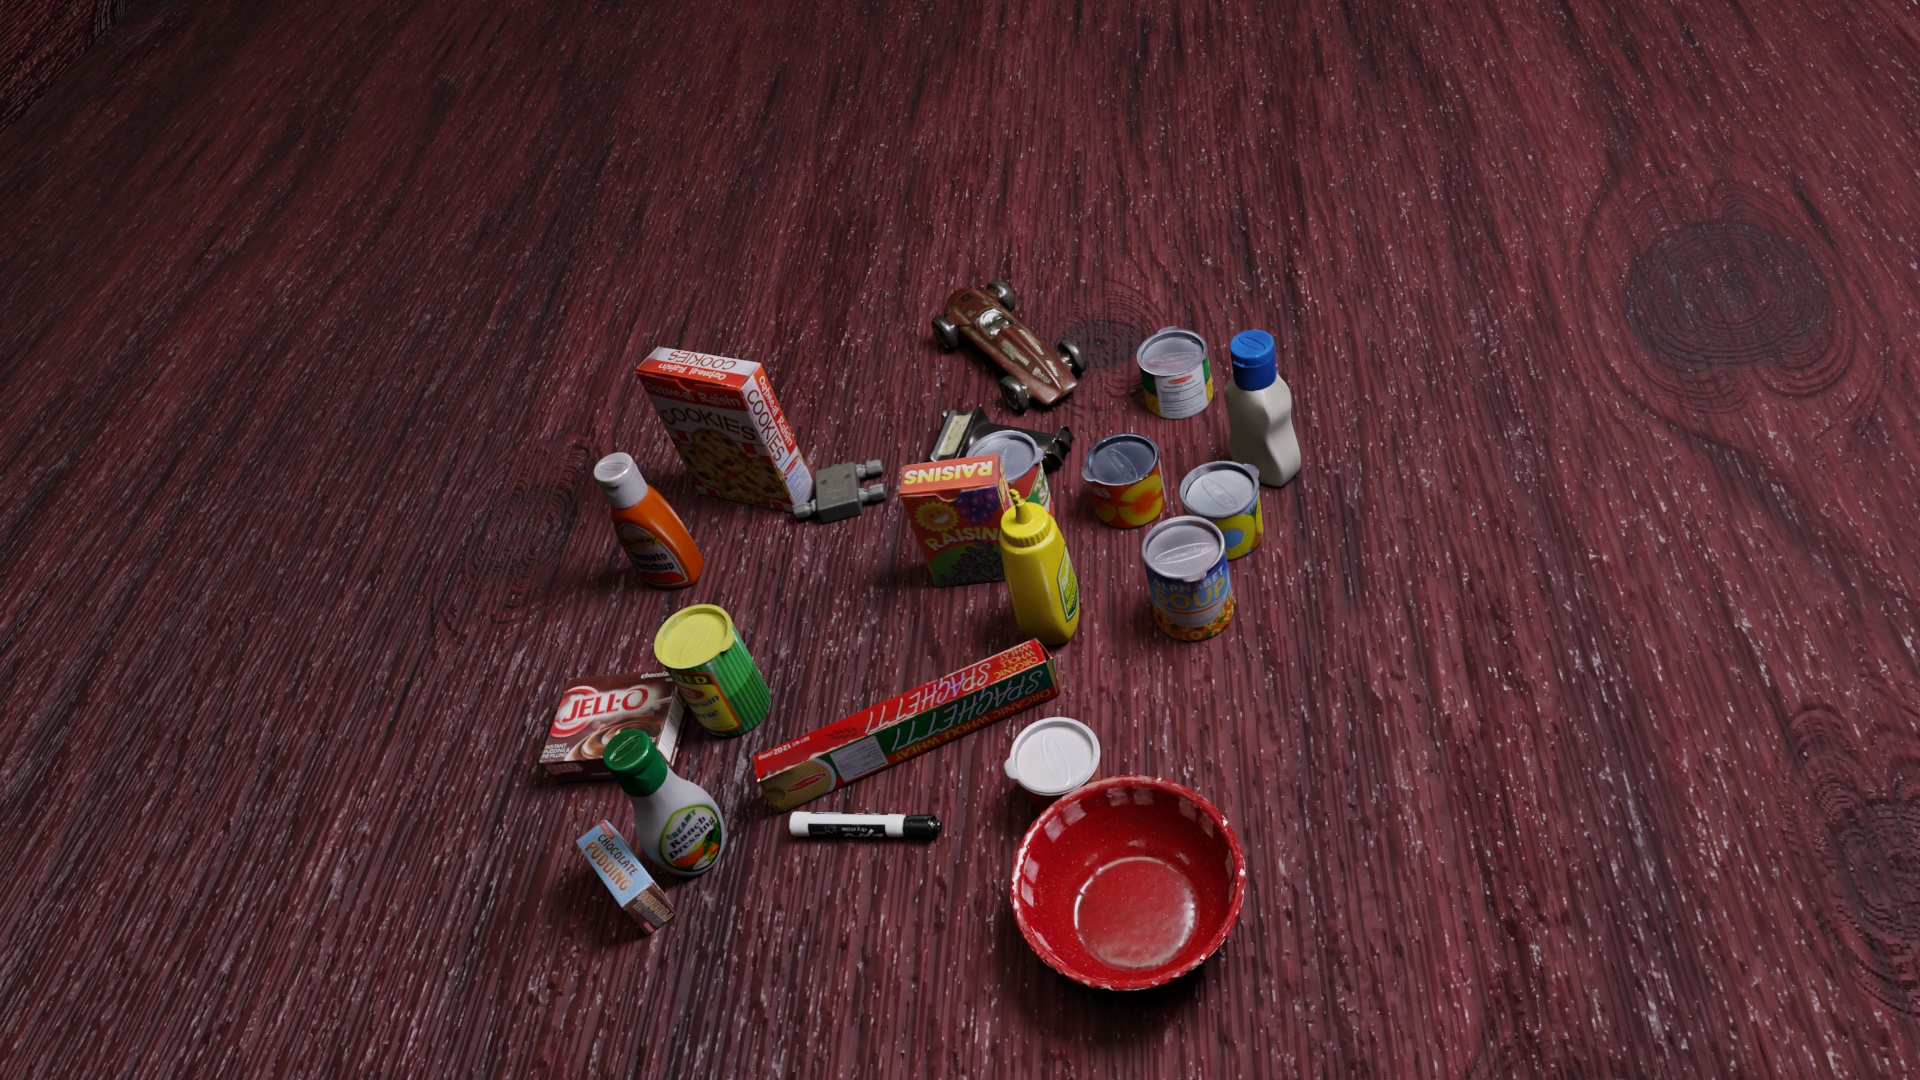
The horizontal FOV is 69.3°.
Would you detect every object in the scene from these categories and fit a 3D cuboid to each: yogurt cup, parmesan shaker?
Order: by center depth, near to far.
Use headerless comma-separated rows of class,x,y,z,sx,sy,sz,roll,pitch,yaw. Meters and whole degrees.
yogurt cup,0.075,0.175,1.047,0.072,0.053,0.073,-9,46,10
parmesan shaker,-0.203,0.112,1.162,0.071,0.102,0.072,-9,46,10

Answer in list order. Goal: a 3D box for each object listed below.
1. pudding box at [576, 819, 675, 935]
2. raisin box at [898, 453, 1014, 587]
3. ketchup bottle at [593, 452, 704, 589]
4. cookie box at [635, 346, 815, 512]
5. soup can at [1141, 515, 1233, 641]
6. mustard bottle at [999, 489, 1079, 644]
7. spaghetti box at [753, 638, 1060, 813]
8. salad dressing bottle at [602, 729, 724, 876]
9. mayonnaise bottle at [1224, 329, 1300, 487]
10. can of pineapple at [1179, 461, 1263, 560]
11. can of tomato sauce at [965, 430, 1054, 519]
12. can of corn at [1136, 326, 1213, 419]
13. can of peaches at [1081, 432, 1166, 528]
pudding box,-0.259,0.260,1.076,0.030,0.049,0.084,-37,48,-17
raisin box,0.004,-0.015,1.202,0.086,0.122,0.040,-6,46,13
ketchup bottle,-0.291,-0.018,1.281,0.065,0.148,0.044,1,48,19
cookie box,-0.223,-0.104,1.328,0.123,0.166,0.040,12,52,27
soup can,0.185,0.034,1.125,0.071,0.083,0.072,-9,46,10
mustard bottle,0.061,0.017,1.127,0.049,0.159,0.066,0,48,18
spaghetti box,-0.041,0.148,1.113,0.250,0.050,0.029,-23,45,-4
salad dressing bottle,-0.226,0.199,1.054,0.064,0.147,0.044,-41,49,-20
mayonnaise bottle,0.258,-0.114,1.198,0.041,0.147,0.065,-40,49,-20
can of pineapple,0.226,-0.025,1.187,0.071,0.057,0.071,-9,46,10
can of tomato sauce,0.047,-0.047,1.246,0.071,0.082,0.071,-9,46,10
can of corn,0.204,-0.159,1.321,0.071,0.058,0.071,-9,46,10
can of peaches,0.146,-0.052,1.238,0.071,0.057,0.071,-9,46,10
